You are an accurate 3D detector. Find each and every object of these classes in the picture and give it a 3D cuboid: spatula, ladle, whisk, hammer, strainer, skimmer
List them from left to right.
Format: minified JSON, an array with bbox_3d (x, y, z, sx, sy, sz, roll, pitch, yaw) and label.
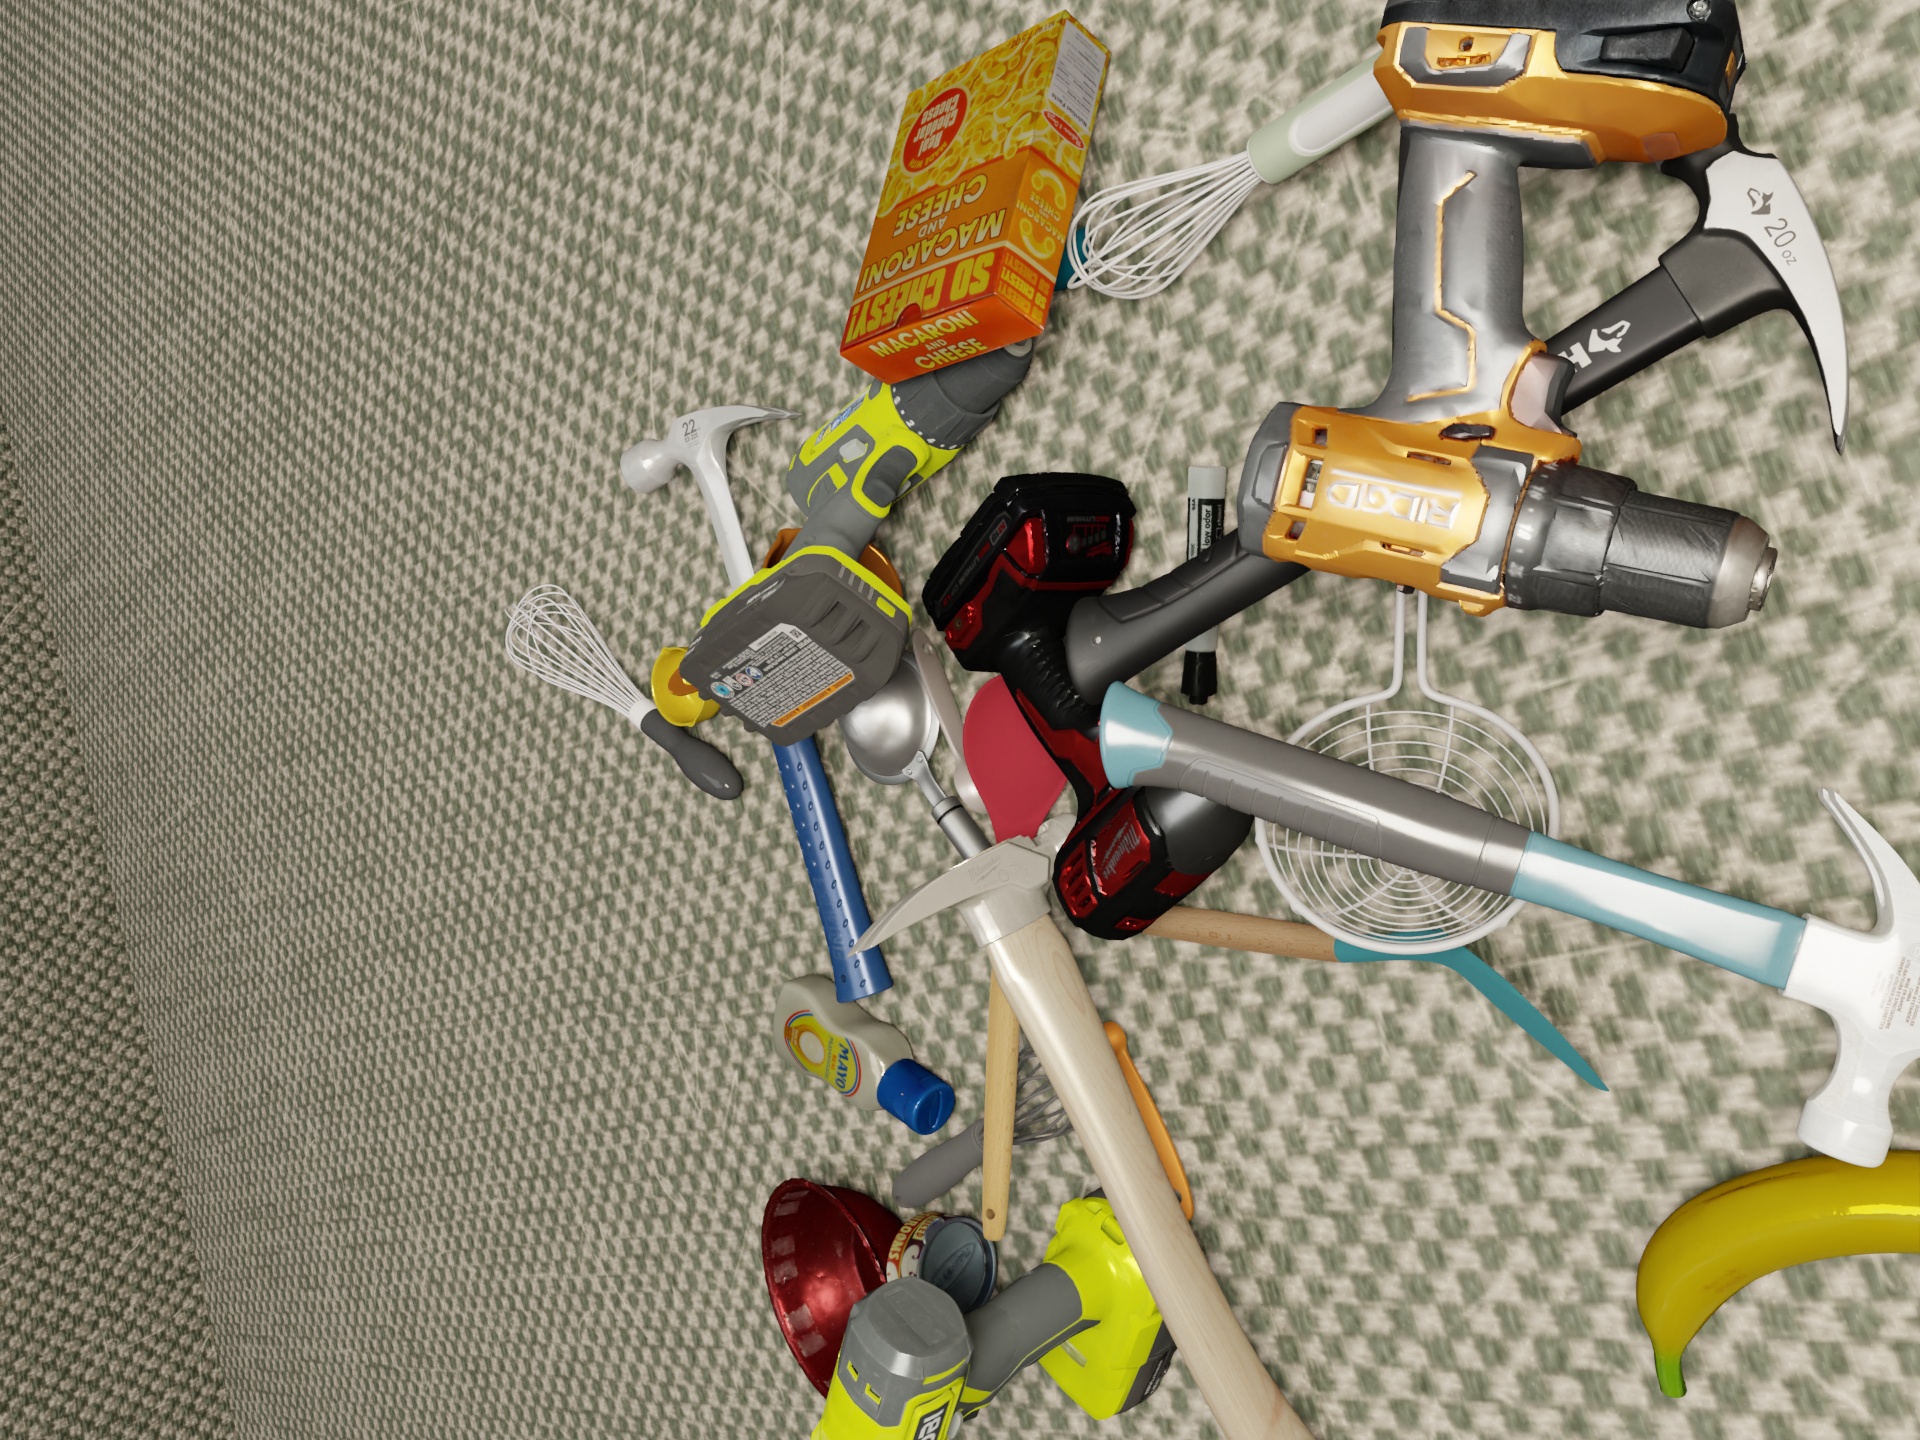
[{"bbox_3d":[-0.256,-0.021,1.203,0.285,0.070,0.070,36,122,31],"label":"whisk"},{"bbox_3d":[-0.116,-0.015,1.054,0.144,0.035,0.405,-20,85,35],"label":"hammer"},{"bbox_3d":[-0.013,0.048,0.964,0.259,0.050,0.087,53,123,22],"label":"strainer"},{"bbox_3d":[0.013,0.253,0.971,0.239,0.055,0.055,-49,63,45],"label":"whisk"},{"bbox_3d":[0.027,0.131,0.896,0.069,0.031,0.315,1,85,28],"label":"ladle"},{"bbox_3d":[0.090,0.258,0.815,0.411,0.146,0.038,63,151,5],"label":"hammer"},{"bbox_3d":[0.132,-0.251,0.721,0.057,0.059,0.246,50,146,-17],"label":"whisk"},{"bbox_3d":[0.161,0.116,0.780,0.318,0.082,0.044,1,55,51],"label":"spatula"},{"bbox_3d":[0.182,-0.097,0.644,0.335,0.035,0.146,-32,71,25],"label":"hammer"},{"bbox_3d":[0.192,-0.087,0.675,0.127,0.090,0.363,2,98,19],"label":"skimmer"},{"bbox_3d":[0.208,0.053,0.631,0.331,0.033,0.128,19,94,19],"label":"hammer"}]

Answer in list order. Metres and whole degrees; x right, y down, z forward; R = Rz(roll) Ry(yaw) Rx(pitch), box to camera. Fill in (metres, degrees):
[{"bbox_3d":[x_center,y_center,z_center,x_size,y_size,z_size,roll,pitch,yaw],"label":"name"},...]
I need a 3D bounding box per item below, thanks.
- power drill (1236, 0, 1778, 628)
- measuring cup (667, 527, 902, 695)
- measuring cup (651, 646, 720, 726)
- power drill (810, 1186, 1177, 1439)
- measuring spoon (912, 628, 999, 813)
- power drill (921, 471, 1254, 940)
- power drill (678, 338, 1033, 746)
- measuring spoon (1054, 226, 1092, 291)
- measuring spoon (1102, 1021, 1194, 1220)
[{"bbox_3d":[0.212,-0.148,0.567,0.185,0.084,0.226,18,99,29],"label":"power drill"},{"bbox_3d":[-0.112,-0.049,0.956,0.095,0.173,0.052,45,145,10],"label":"measuring cup"},{"bbox_3d":[-0.158,-0.045,1.119,0.156,0.029,0.062,-28,79,34],"label":"measuring cup"},{"bbox_3d":[0.019,0.347,0.849,0.080,0.223,0.171,35,122,38],"label":"power drill"},{"bbox_3d":[-0.002,-0.003,0.949,0.018,0.034,0.124,-35,67,35],"label":"measuring spoon"},{"bbox_3d":[0.072,-0.013,0.806,0.143,0.078,0.220,-50,55,44],"label":"power drill"},{"bbox_3d":[-0.051,-0.112,0.867,0.190,0.080,0.229,-29,31,47],"label":"power drill"},{"bbox_3d":[0.032,-0.227,0.870,0.021,0.042,0.128,52,145,-7],"label":"measuring spoon"},{"bbox_3d":[0.102,0.225,0.892,0.021,0.011,0.117,-36,71,45],"label":"measuring spoon"}]
